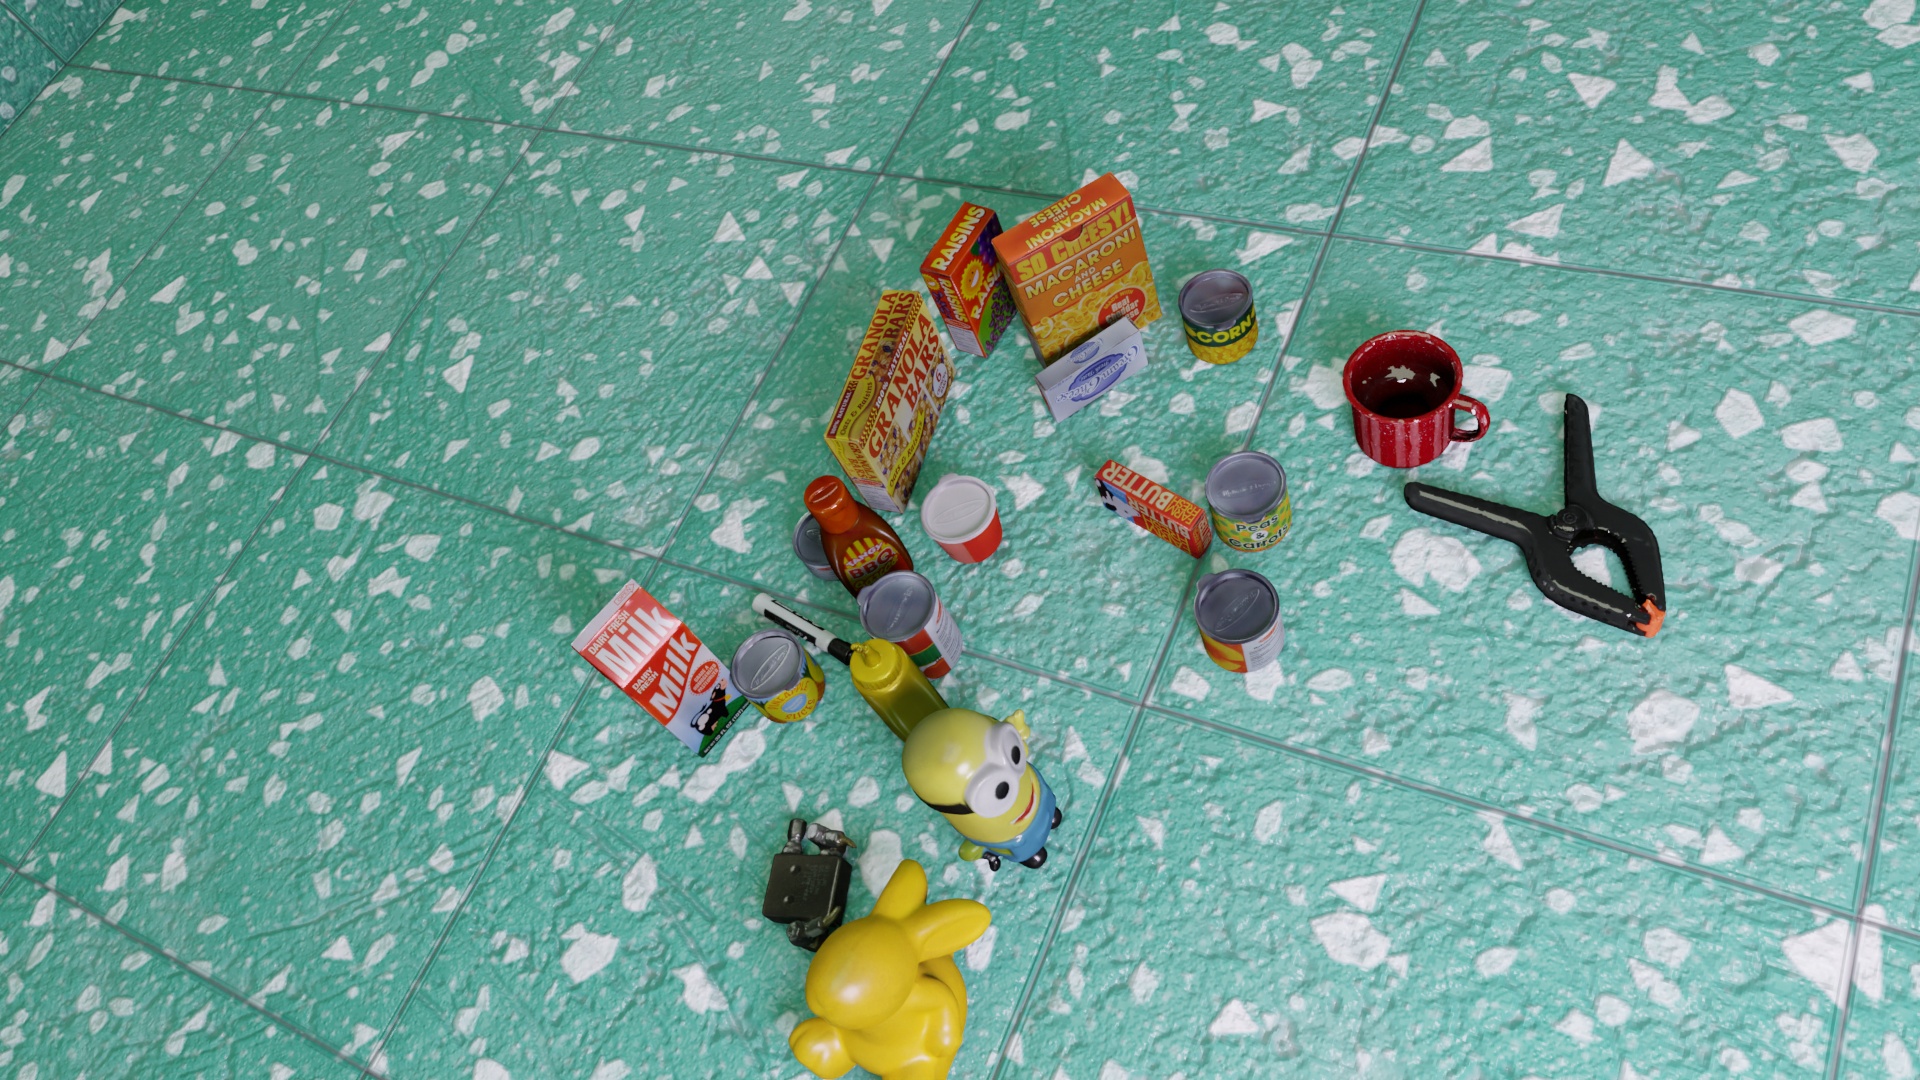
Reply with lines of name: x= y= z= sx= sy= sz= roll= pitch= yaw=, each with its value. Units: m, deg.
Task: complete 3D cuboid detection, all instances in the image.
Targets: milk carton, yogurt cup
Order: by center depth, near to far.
milk carton: x=-0.253 y=0.102 z=1.157 sx=0.073 sy=0.189 sz=0.072 roll=31 pitch=74 yaw=31
yogurt cup: x=0.004 y=-0.015 z=1.224 sx=0.072 sy=0.053 sz=0.073 roll=-8 pitch=58 yaw=14

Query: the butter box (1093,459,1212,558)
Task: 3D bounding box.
butter box: x=0.164 y=-0.027 z=1.178 sx=0.104 sy=0.053 sz=0.024 roll=32 pitch=74 yaw=31

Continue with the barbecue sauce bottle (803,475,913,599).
barbecue sauce bottle: x=-0.091 y=-0.003 z=1.191 sx=0.065 sy=0.148 sz=0.044 roll=-32 pitch=55 yaw=-2

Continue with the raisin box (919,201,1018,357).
raisin box: x=0.014 y=-0.246 z=1.320 sx=0.040 sy=0.123 sz=0.086 roll=22 pitch=69 yaw=29

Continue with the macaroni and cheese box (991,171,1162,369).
macaroni and cheese box: x=0.109 y=-0.235 z=1.255 sx=0.124 sy=0.166 sz=0.040 roll=-31 pitch=55 yaw=-1

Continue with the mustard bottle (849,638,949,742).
mustard bottle: x=-0.052 y=0.116 z=1.098 sx=0.049 sy=0.159 sz=0.065 roll=-46 pitch=57 yaw=-11

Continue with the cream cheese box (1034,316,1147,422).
cream cheese box: x=0.120 y=-0.156 z=1.271 sx=0.104 sy=0.053 sz=0.024 roll=-34 pitch=55 yaw=-3

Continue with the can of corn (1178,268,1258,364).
can of corn: x=0.235 y=-0.200 z=1.257 sx=0.071 sy=0.058 sz=0.071 roll=-8 pitch=58 yaw=14

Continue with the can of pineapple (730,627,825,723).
can of pineapple: x=-0.155 y=0.118 z=1.194 sx=0.071 sy=0.057 sz=0.071 roll=-8 pitch=58 yaw=14

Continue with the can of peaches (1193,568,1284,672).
can of peaches: x=0.220 y=0.063 z=1.101 sx=0.071 sy=0.058 sz=0.071 roll=-8 pitch=58 yaw=14

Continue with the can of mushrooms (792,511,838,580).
can of mushrooms: x=-0.116 y=0.000 z=1.268 sx=0.071 sy=0.033 sz=0.071 roll=-8 pitch=58 yaw=14

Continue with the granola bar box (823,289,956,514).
granola bar box: x=-0.062 y=-0.127 z=1.272 sx=0.039 sy=0.123 sz=0.166 roll=8 pitch=63 yaw=23

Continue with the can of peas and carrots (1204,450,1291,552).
can of peas and carrots: x=0.240 y=-0.030 z=1.151 sx=0.071 sy=0.058 sz=0.071 roll=-8 pitch=58 yaw=14

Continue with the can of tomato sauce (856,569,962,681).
can of tomato sauce: x=-0.042 y=0.073 z=1.168 sx=0.071 sy=0.082 sz=0.071 roll=-9 pitch=58 yaw=14
